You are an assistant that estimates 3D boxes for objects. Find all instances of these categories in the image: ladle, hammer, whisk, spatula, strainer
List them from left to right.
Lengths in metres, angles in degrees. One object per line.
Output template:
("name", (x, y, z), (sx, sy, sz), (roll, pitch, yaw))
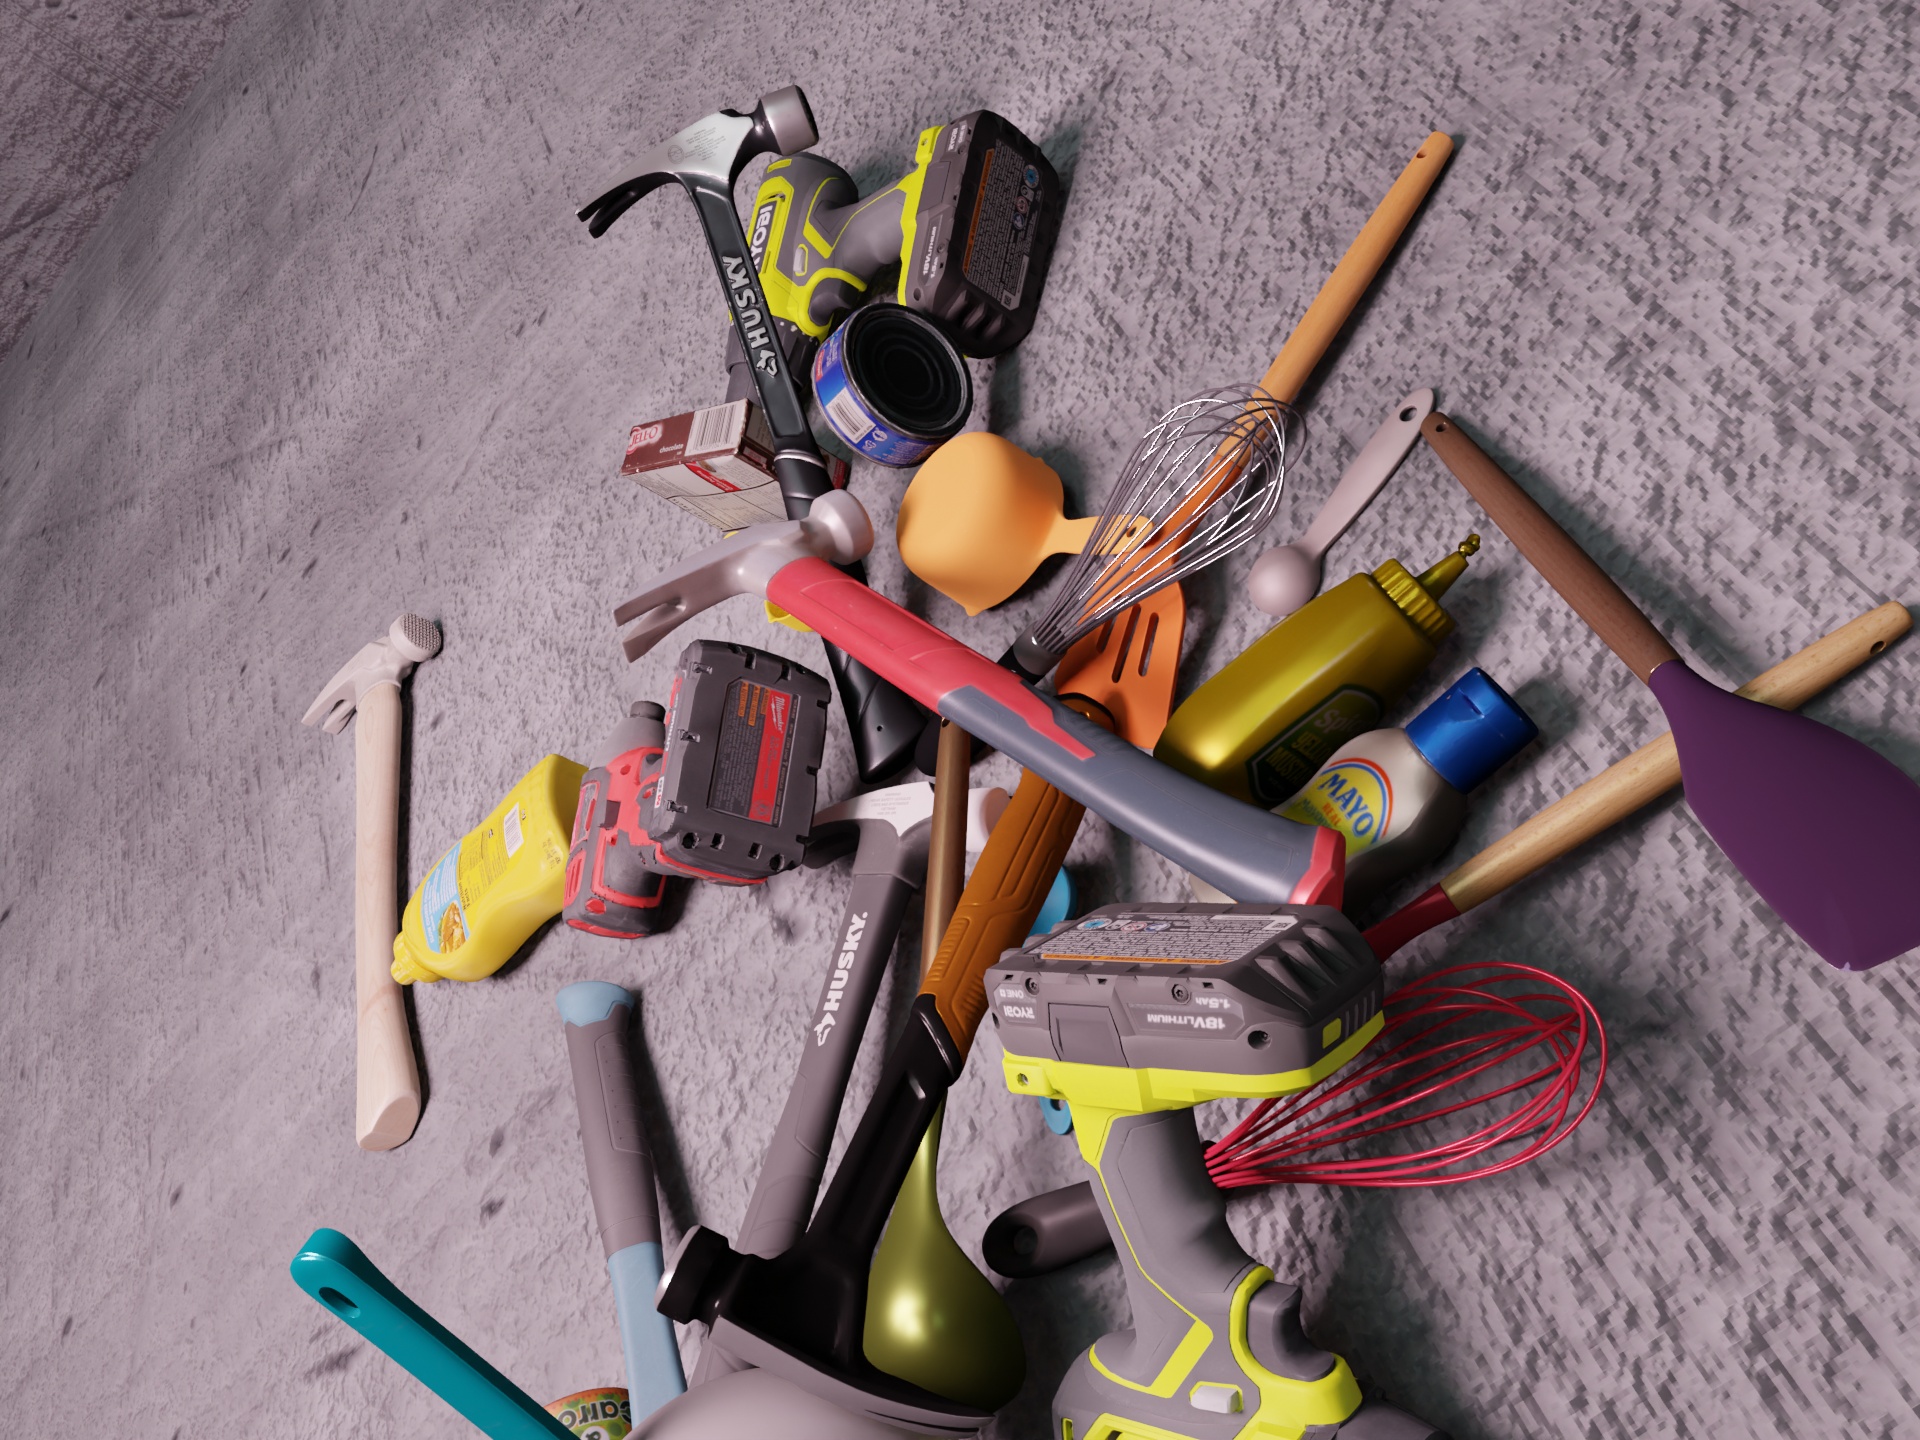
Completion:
("hammer", (-0.427, 0.116, 1.149), (0.146, 0.038, 0.411), (-36, 50, 26))
("hammer", (-0.167, 0.262, 0.815), (0.128, 0.033, 0.331), (-16, 43, -9))
("strainer", (-0.097, 0.278, 0.608), (0.211, 0.340, 0.095), (-37, 15, 34))
("hammer", (-0.100, -0.159, 0.888), (0.149, 0.036, 0.409), (-19, 76, 5))
("hammer", (-0.074, 0.184, 0.759), (0.146, 0.035, 0.335), (-6, 57, 41))
("ladle", (-0.002, 0.139, 0.710), (0.078, 0.062, 0.320), (-23, 55, 44))
("hammer", (-0.001, -0.002, 0.684), (0.143, 0.038, 0.387), (-31, 41, -26))
("hammer", (0.007, 0.117, 0.663), (0.034, 0.127, 0.337), (113, -177, -52))
("whisk", (0.055, -0.053, 0.741), (0.284, 0.070, 0.070), (-46, 44, 40))
("whisk", (0.114, 0.167, 0.616), (0.296, 0.073, 0.073), (-34, 50, 35))
("spatula", (0.146, -0.139, 0.761), (0.081, 0.041, 0.322), (33, 90, 45))
("ladle", (0.205, 0.052, 0.594), (0.315, 0.069, 0.031), (-36, 41, 16))
("spatula", (0.248, -0.034, 0.587), (0.060, 0.018, 0.316), (-30, 41, 7))

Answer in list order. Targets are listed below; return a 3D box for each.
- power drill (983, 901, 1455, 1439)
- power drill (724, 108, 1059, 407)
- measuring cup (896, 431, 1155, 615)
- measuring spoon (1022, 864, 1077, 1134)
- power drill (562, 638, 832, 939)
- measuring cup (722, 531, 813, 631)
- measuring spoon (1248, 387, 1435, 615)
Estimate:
("power drill", (0.097, 0.181, 0.550), (0.171, 0.080, 0.223), (-6, 100, 42))
("power drill", (-0.059, -0.267, 0.973), (0.228, 0.080, 0.191), (2, 76, 45))
("measuring cup", (0.028, -0.105, 0.805), (0.174, 0.052, 0.095), (10, 74, 58))
("measuring spoon", (0.043, 0.125, 0.733), (0.042, 0.021, 0.129), (-18, 68, 33))
("power drill", (-0.157, 0.037, 0.882), (0.219, 0.078, 0.143), (-26, 52, 56))
("measuring cup", (-0.110, -0.092, 0.976), (0.062, 0.029, 0.157), (-61, 32, 0))
("measuring spoon", (0.171, -0.102, 0.720), (0.124, 0.018, 0.034), (-53, 44, 7))
